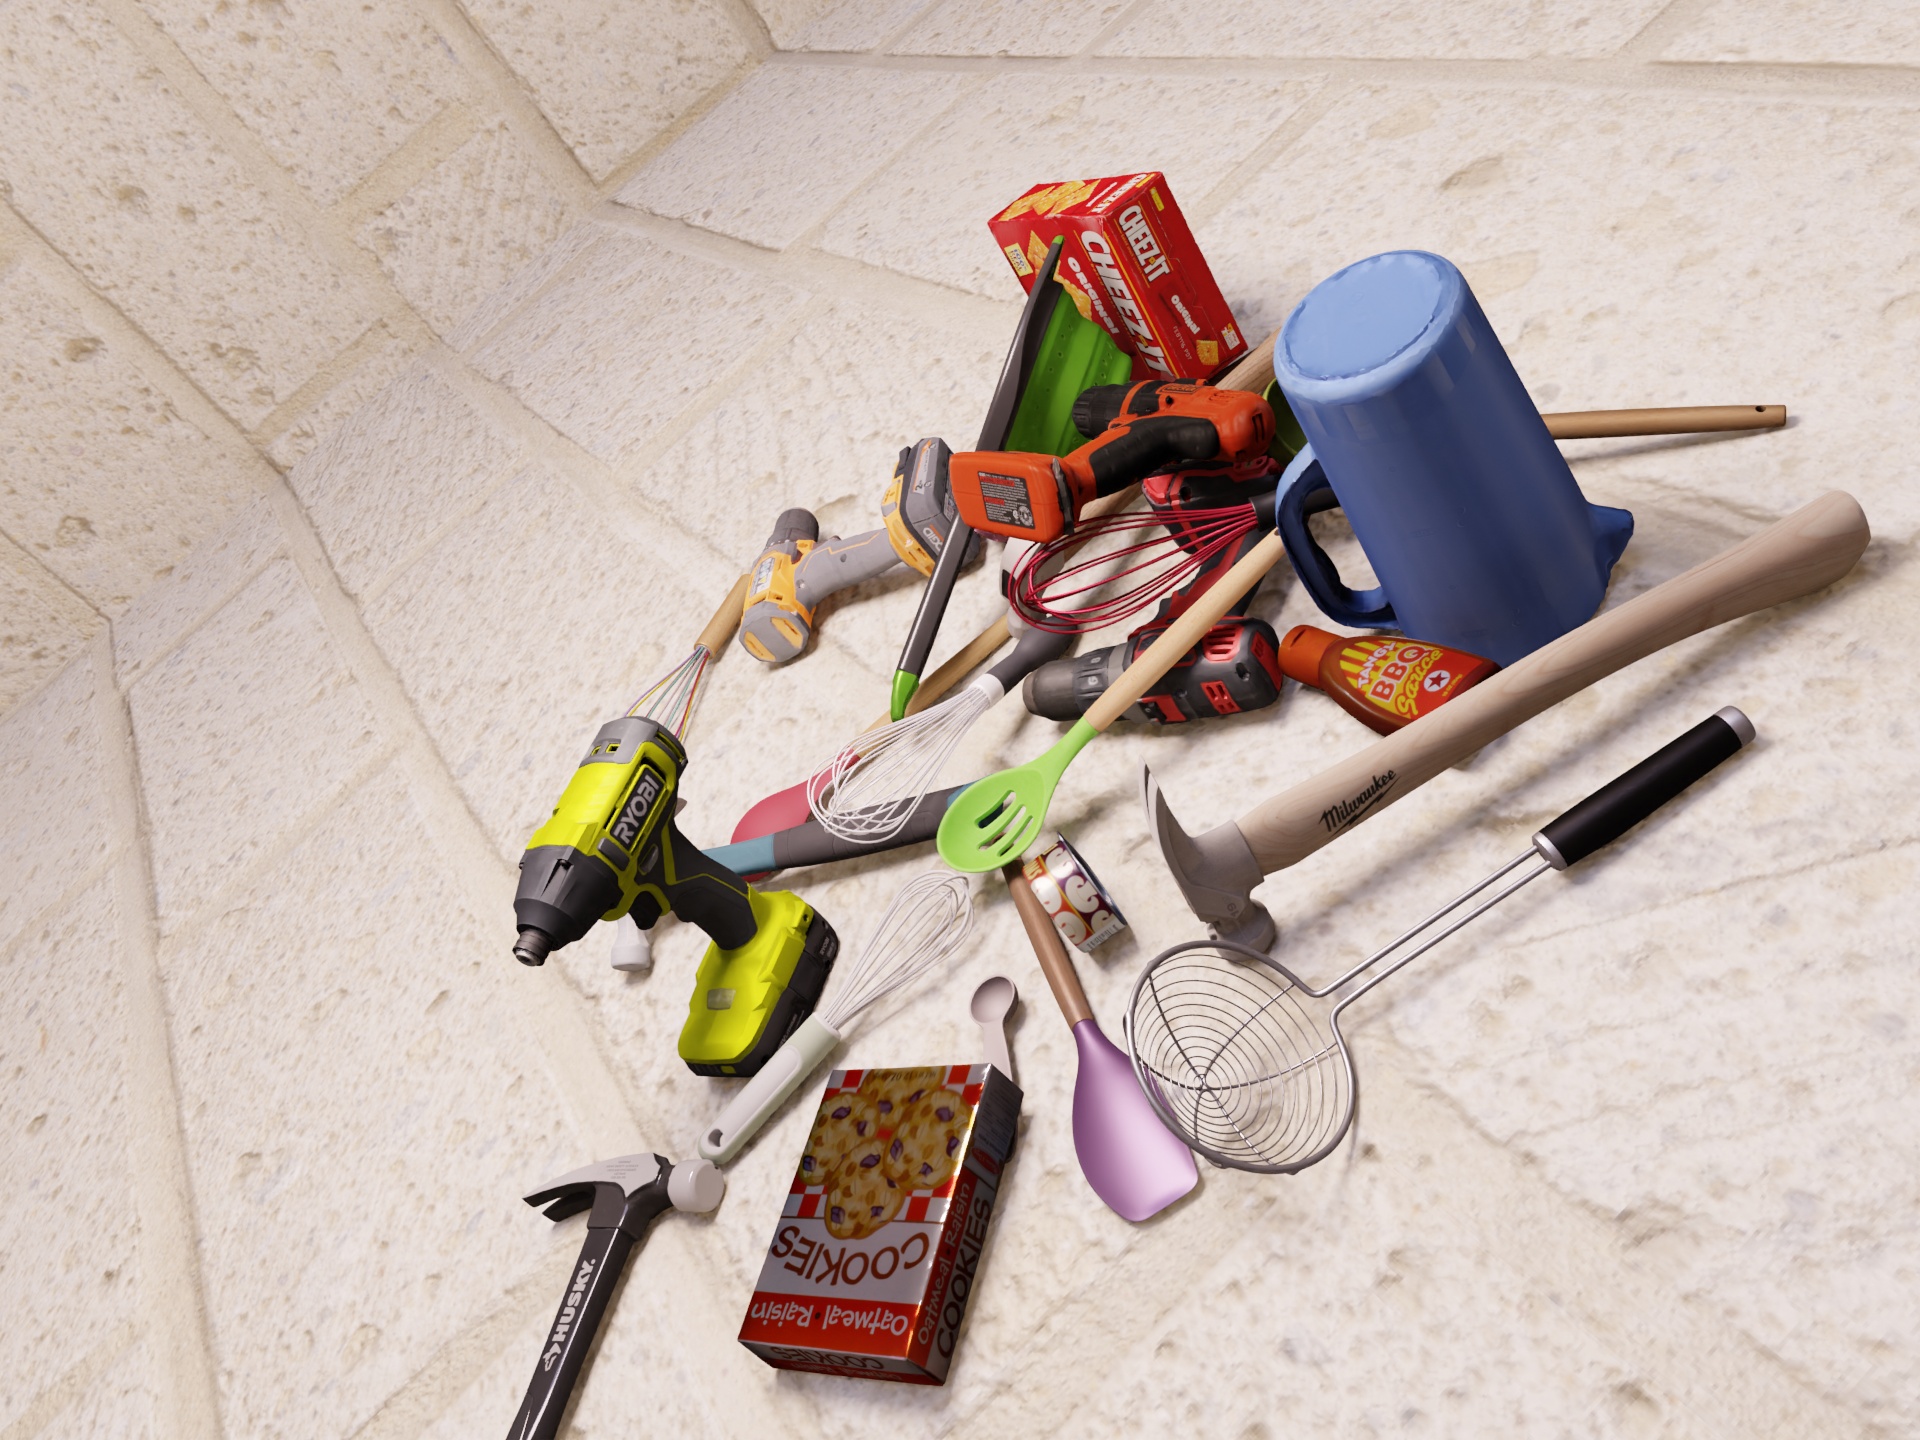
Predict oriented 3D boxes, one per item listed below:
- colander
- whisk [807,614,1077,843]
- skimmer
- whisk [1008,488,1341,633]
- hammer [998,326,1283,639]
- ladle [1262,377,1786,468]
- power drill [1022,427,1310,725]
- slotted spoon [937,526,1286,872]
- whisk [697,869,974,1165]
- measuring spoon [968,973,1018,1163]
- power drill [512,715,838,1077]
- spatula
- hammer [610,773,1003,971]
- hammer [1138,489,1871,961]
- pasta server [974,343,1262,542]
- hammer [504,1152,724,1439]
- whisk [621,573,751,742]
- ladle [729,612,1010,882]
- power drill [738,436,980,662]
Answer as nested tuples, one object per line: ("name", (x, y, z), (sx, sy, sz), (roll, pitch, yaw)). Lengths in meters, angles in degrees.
("colander", (0.048, -0.171, 1.231), (0.204, 0.094, 0.397), (113, 176, -79))
("whisk", (-0.001, -0.003, 1.116), (0.070, 0.070, 0.284), (3, 32, 44))
("skimmer", (0.249, 0.095, 0.800), (0.363, 0.090, 0.127), (-34, 67, 1))
("whisk", (0.171, -0.125, 1.026), (0.296, 0.073, 0.073), (-19, 38, 7))
("hammer", (0.151, -0.202, 1.224), (0.031, 0.130, 0.331), (38, 69, 25))
("ladle", (0.349, -0.195, 1.018), (0.320, 0.062, 0.078), (2, 56, 26))
("power drill", (0.148, -0.091, 1.115), (0.188, 0.080, 0.227), (-8, 48, 36))
("slotted spoon", (0.104, -0.014, 1.022), (0.313, 0.031, 0.070), (-45, 47, 11))
("whisk", (-0.081, 0.191, 1.026), (0.246, 0.059, 0.058), (-47, 63, -5))
("measuring spoon", (0.026, 0.207, 0.943), (0.034, 0.018, 0.124), (-28, 43, 24))
("power drill", (-0.187, 0.130, 1.031), (0.080, 0.223, 0.171), (-8, 45, 36))
("spatula", (0.064, 0.167, 0.946), (0.060, 0.018, 0.316), (-34, 36, 8))
("hammer", (-0.120, 0.094, 1.157), (0.331, 0.033, 0.128), (-14, 68, 24))
("hammer", (0.293, -0.017, 0.860), (0.410, 0.146, 0.038), (-30, 35, 4))
("pasta server", (0.146, -0.239, 1.313), (0.316, 0.040, 0.060), (-33, 47, 6))
("hammer", (-0.254, 0.414, 0.938), (0.146, 0.035, 0.335), (-11, 43, 32))
("whisk", (-0.240, -0.045, 1.445), (0.047, 0.051, 0.245), (9, 49, 21))
("ladle", (-0.061, 0.009, 1.230), (0.315, 0.031, 0.069), (-41, 39, -6))
("power drill", (-0.092, -0.162, 1.407), (0.226, 0.084, 0.186), (-26, 35, 24))
